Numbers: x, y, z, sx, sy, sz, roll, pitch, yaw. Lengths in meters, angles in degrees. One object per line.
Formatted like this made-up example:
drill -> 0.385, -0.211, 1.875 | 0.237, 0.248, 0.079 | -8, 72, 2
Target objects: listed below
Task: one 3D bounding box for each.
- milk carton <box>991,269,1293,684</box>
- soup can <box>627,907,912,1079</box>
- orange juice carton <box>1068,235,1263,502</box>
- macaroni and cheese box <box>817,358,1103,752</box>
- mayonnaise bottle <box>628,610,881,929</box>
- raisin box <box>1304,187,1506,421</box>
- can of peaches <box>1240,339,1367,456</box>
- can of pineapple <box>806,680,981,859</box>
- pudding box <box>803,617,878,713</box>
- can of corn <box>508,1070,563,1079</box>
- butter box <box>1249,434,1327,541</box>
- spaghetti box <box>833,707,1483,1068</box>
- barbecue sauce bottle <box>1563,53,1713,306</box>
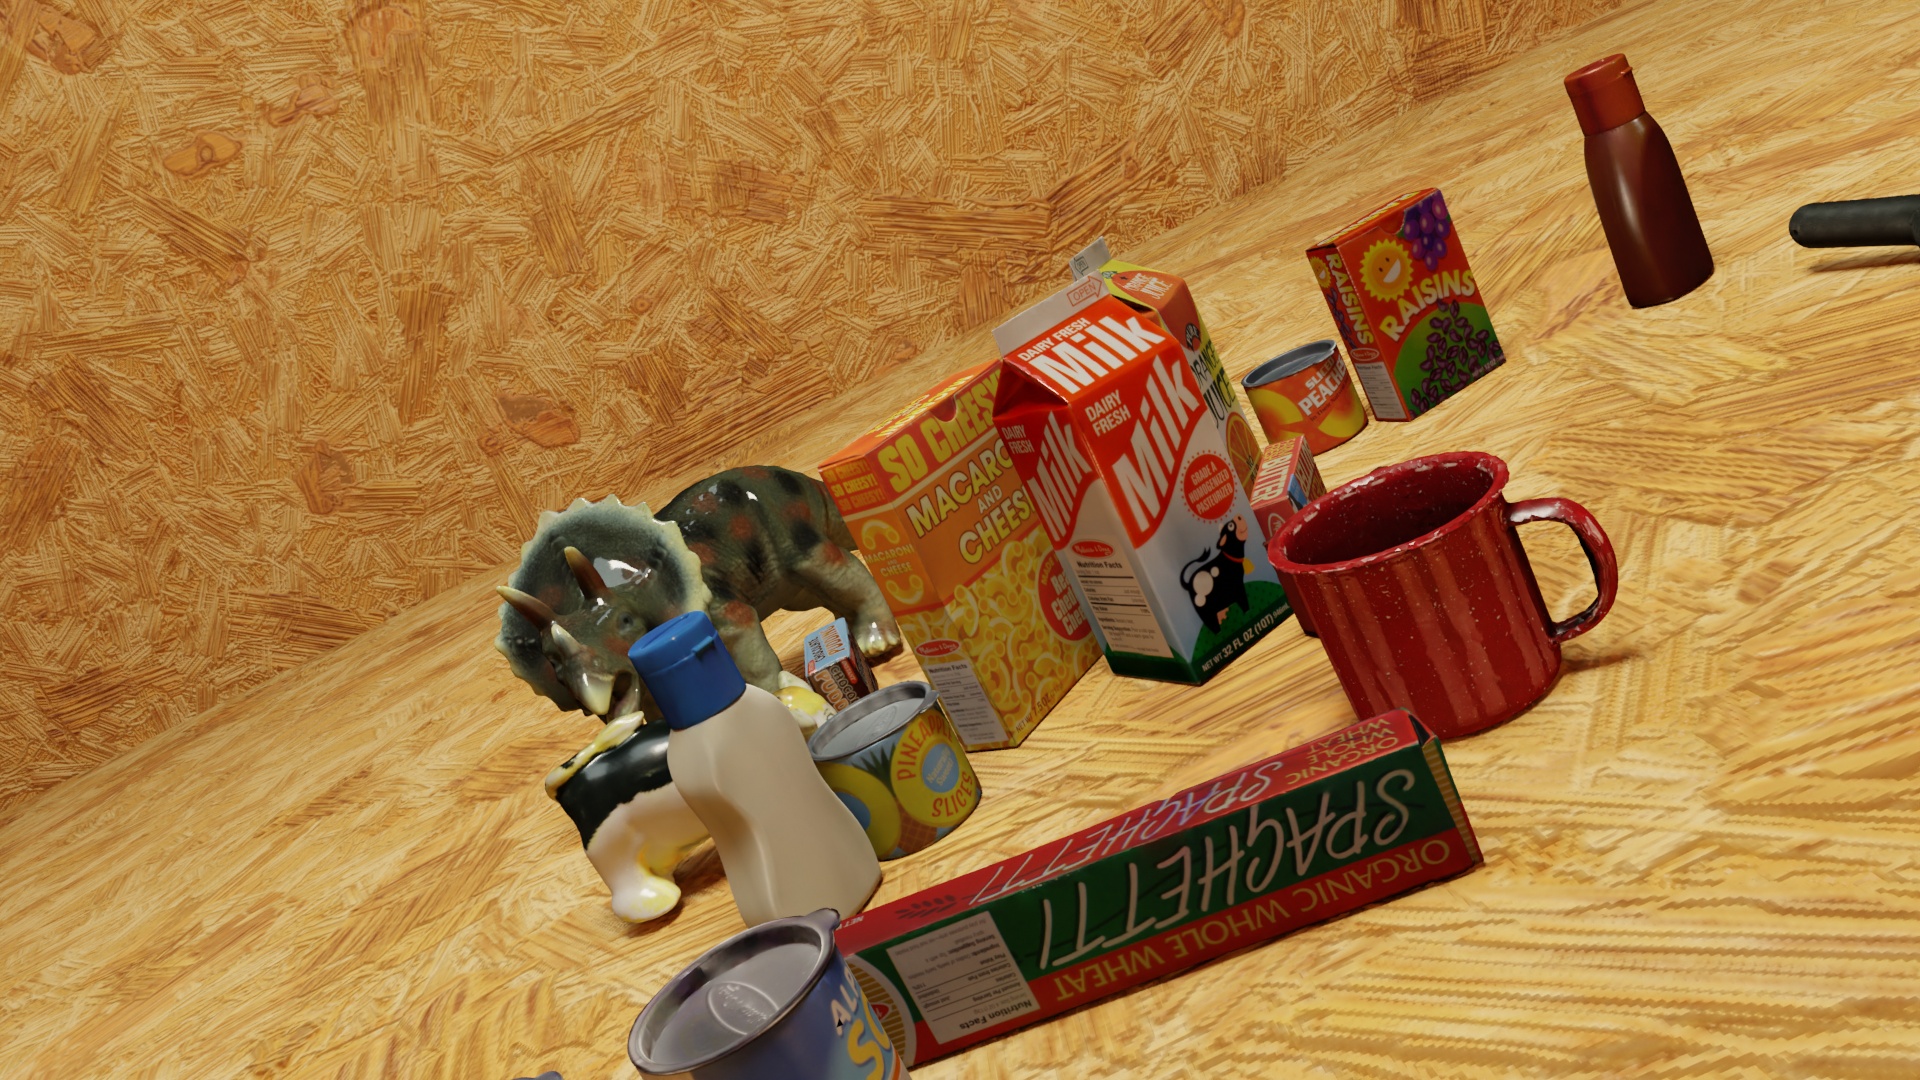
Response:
milk carton -> 0.081, -0.031, 0.675 | 0.072, 0.190, 0.073 | -33, 14, -25
soup can -> -0.047, 0.165, 0.414 | 0.071, 0.083, 0.071 | -25, 13, 7
orange juice carton -> 0.112, -0.081, 0.798 | 0.073, 0.192, 0.072 | -19, 15, 29
macaroni and cheese box -> 0.013, 0.005, 0.720 | 0.040, 0.166, 0.124 | -15, 18, 42
mayonnaise bottle -> -0.090, 0.101, 0.593 | 0.041, 0.147, 0.065 | -15, 18, 41
raisin box -> 0.283, -0.149, 0.881 | 0.086, 0.123, 0.040 | -30, 13, -14
can of peaches -> 0.227, -0.092, 0.911 | 0.071, 0.058, 0.071 | -25, 13, 7
can of pineapple -> -0.030, 0.107, 0.652 | 0.071, 0.057, 0.071 | -25, 13, 7
pudding box -> -0.071, 0.083, 0.836 | 0.030, 0.049, 0.084 | -27, 13, -1
can of corn -> -0.147, 0.219, 0.452 | 0.071, 0.058, 0.071 | -25, 13, 7
butter box -> 0.176, -0.015, 0.731 | 0.024, 0.053, 0.104 | -21, 15, 24
spaghetti box -> 0.044, 0.125, 0.464 | 0.250, 0.050, 0.029 | -24, 13, 12
barbecue sauce bottle -> 0.415, -0.223, 0.855 | 0.065, 0.148, 0.043 | -35, 15, -30
